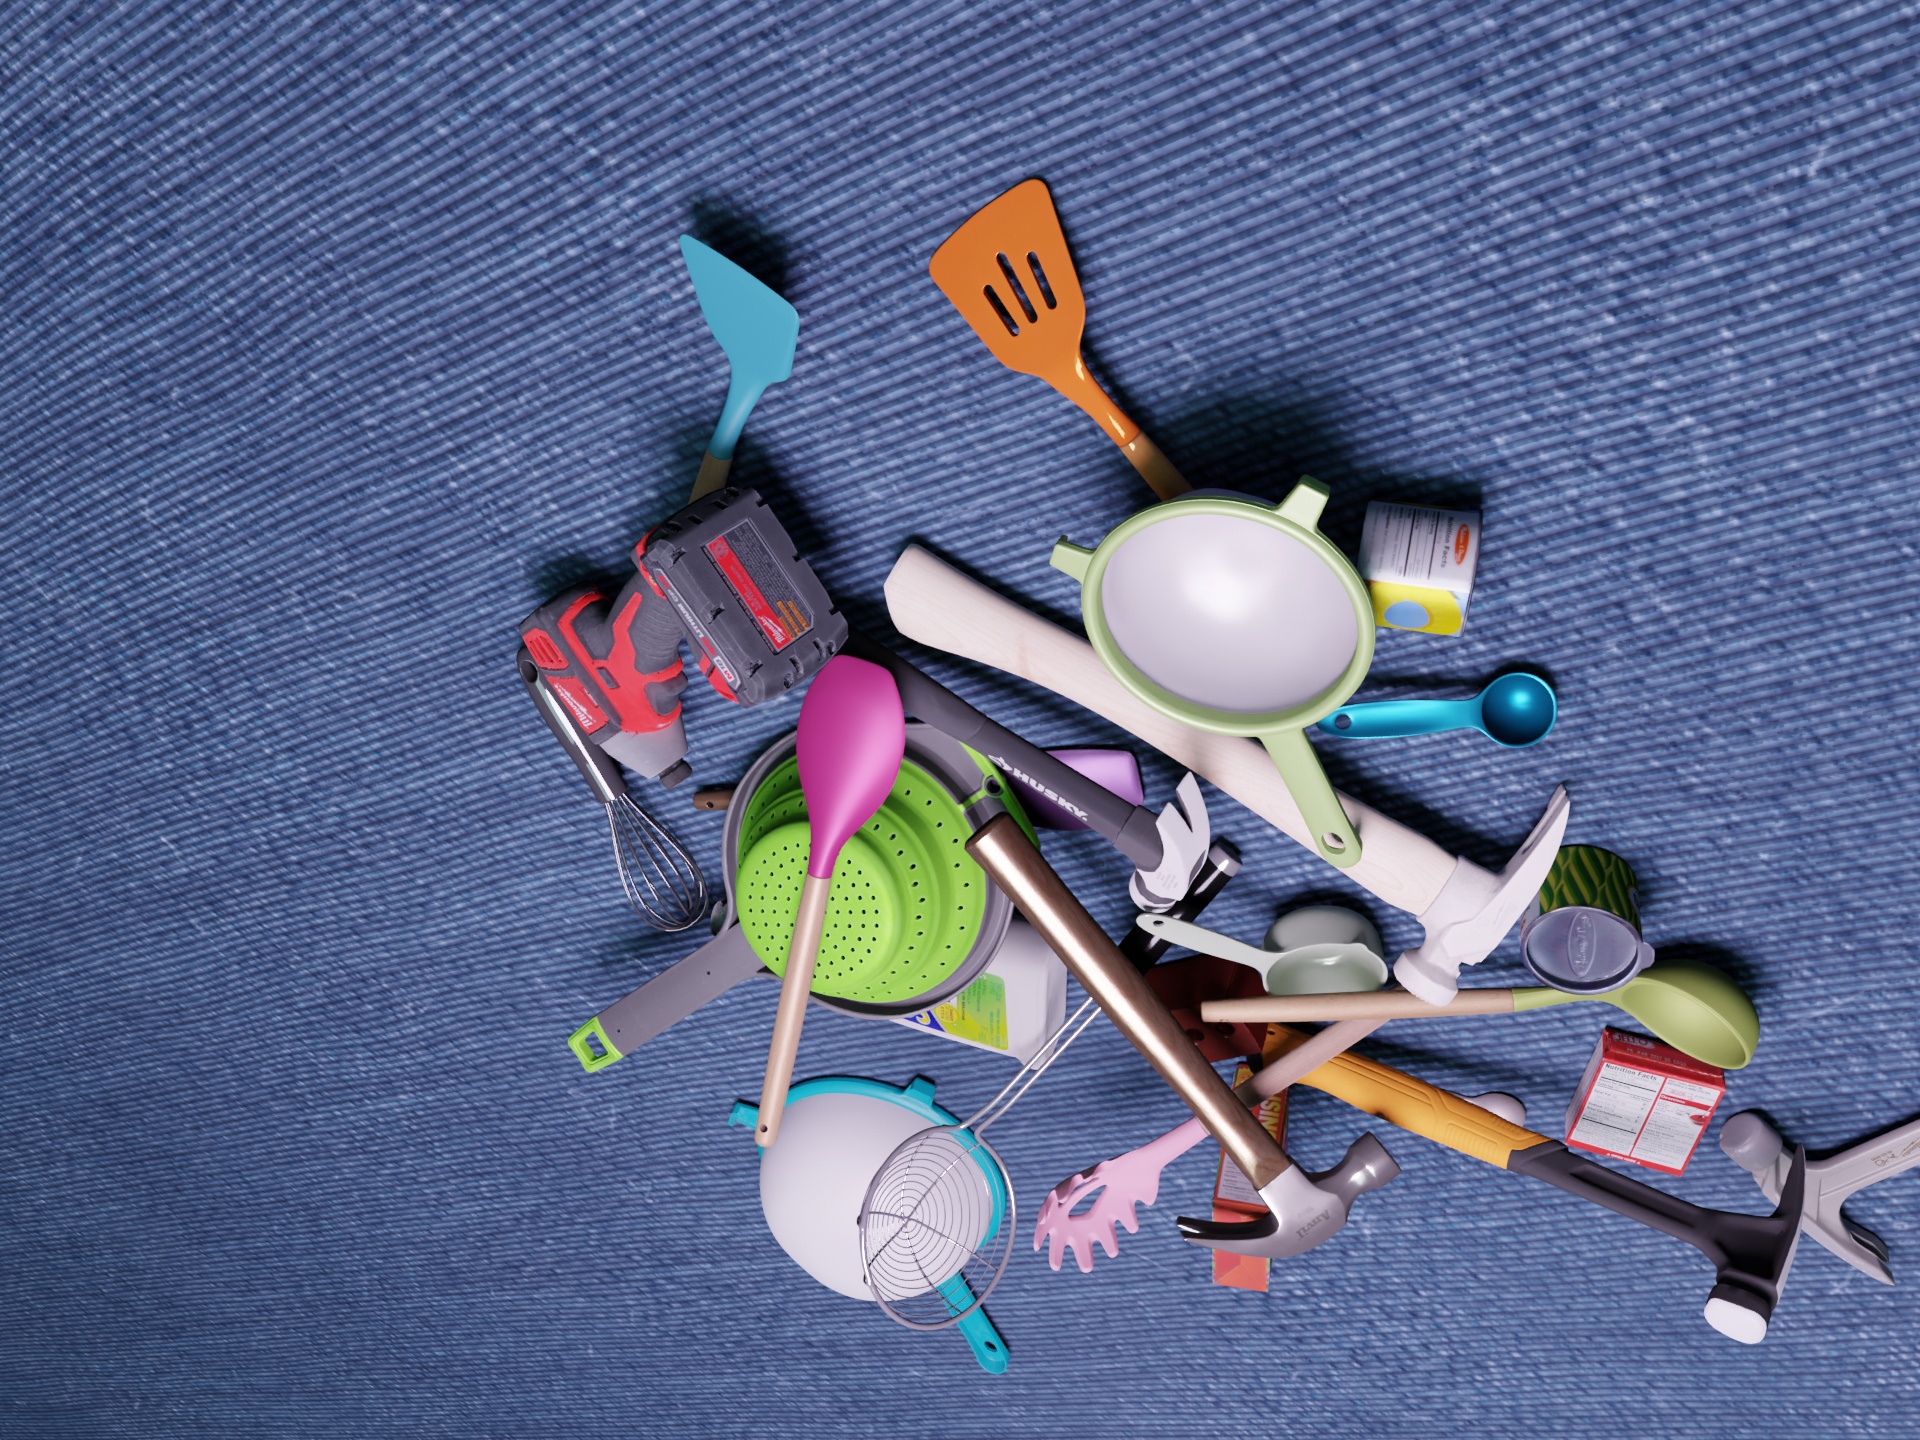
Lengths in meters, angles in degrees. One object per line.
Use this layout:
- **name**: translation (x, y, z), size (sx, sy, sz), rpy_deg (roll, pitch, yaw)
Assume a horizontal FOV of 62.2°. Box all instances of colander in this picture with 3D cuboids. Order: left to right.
- **colander**: translation (-0.137, 0.148, 1.041), size (0.397, 0.094, 0.204), rpy_deg (-34, 89, 23)

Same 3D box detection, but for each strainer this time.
- **strainer**: translation (-0.049, 0.439, 1.277), size (0.211, 0.095, 0.340), rpy_deg (-14, 117, 28)
- **strainer**: translation (0.168, -0.030, 0.854), size (0.151, 0.069, 0.256), rpy_deg (-11, 126, 33)

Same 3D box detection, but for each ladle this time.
- **ladle**: translation (0.307, 0.181, 0.960), size (0.320, 0.062, 0.078), rpy_deg (-4, 148, 13)

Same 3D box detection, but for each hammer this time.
- **hammer**: translation (-0.001, -0.003, 0.939), size (0.335, 0.035, 0.146), rpy_deg (32, 160, 10)
- **hammer**: translation (0.117, 0.193, 0.974), size (0.130, 0.031, 0.331), rpy_deg (-40, 93, 2)
- **hammer**: translation (0.144, 0.005, 0.924), size (0.410, 0.038, 0.146), rpy_deg (30, 109, 2)
- **hammer**: translation (0.337, 0.255, 0.989), size (0.337, 0.127, 0.034), rpy_deg (19, 136, 30)
- **hammer**: translation (0.632, 0.212, 0.906), size (0.149, 0.037, 0.359), rpy_deg (38, 128, -9)

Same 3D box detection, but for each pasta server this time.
- **pasta server**: translation (0.179, 0.248, 1.014), size (0.316, 0.040, 0.060), rpy_deg (-35, 112, 8)

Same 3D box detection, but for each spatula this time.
- **spatula**: translation (-0.157, -0.136, 0.941), size (0.082, 0.044, 0.317), rpy_deg (36, 131, 12)
- **spatula**: translation (-0.035, 0.049, 1.044), size (0.316, 0.018, 0.059), rpy_deg (-3, 118, 21)
- **spatula**: translation (0.108, -0.139, 0.857), size (0.081, 0.041, 0.322), rpy_deg (-30, 114, 34)

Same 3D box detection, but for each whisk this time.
- **whisk**: translation (-0.244, 0.050, 1.107), size (0.055, 0.055, 0.238), rpy_deg (-14, 114, 28)

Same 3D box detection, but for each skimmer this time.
- **skimmer**: translation (0.066, 0.233, 1.013), size (0.127, 0.090, 0.363), rpy_deg (31, 107, -31)

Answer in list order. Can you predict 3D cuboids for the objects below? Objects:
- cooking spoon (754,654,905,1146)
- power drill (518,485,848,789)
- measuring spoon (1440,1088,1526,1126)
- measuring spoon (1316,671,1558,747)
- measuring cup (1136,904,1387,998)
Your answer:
- **cooking spoon**: translation (-0.089, 0.115, 0.953), size (0.069, 0.017, 0.318), rpy_deg (18, 107, 17)
- **power drill**: translation (-0.172, -0.040, 0.955), size (0.219, 0.078, 0.143), rpy_deg (-24, 102, 49)
- **measuring spoon**: translation (0.314, 0.258, 1.065), size (0.124, 0.018, 0.034), rpy_deg (9, 127, 15)
- **measuring spoon**: translation (0.263, -0.004, 0.884), size (0.128, 0.021, 0.042), rpy_deg (-4, 98, 11)
- **measuring cup**: translation (0.185, 0.133, 0.986), size (0.167, 0.038, 0.083), rpy_deg (18, 136, -13)
